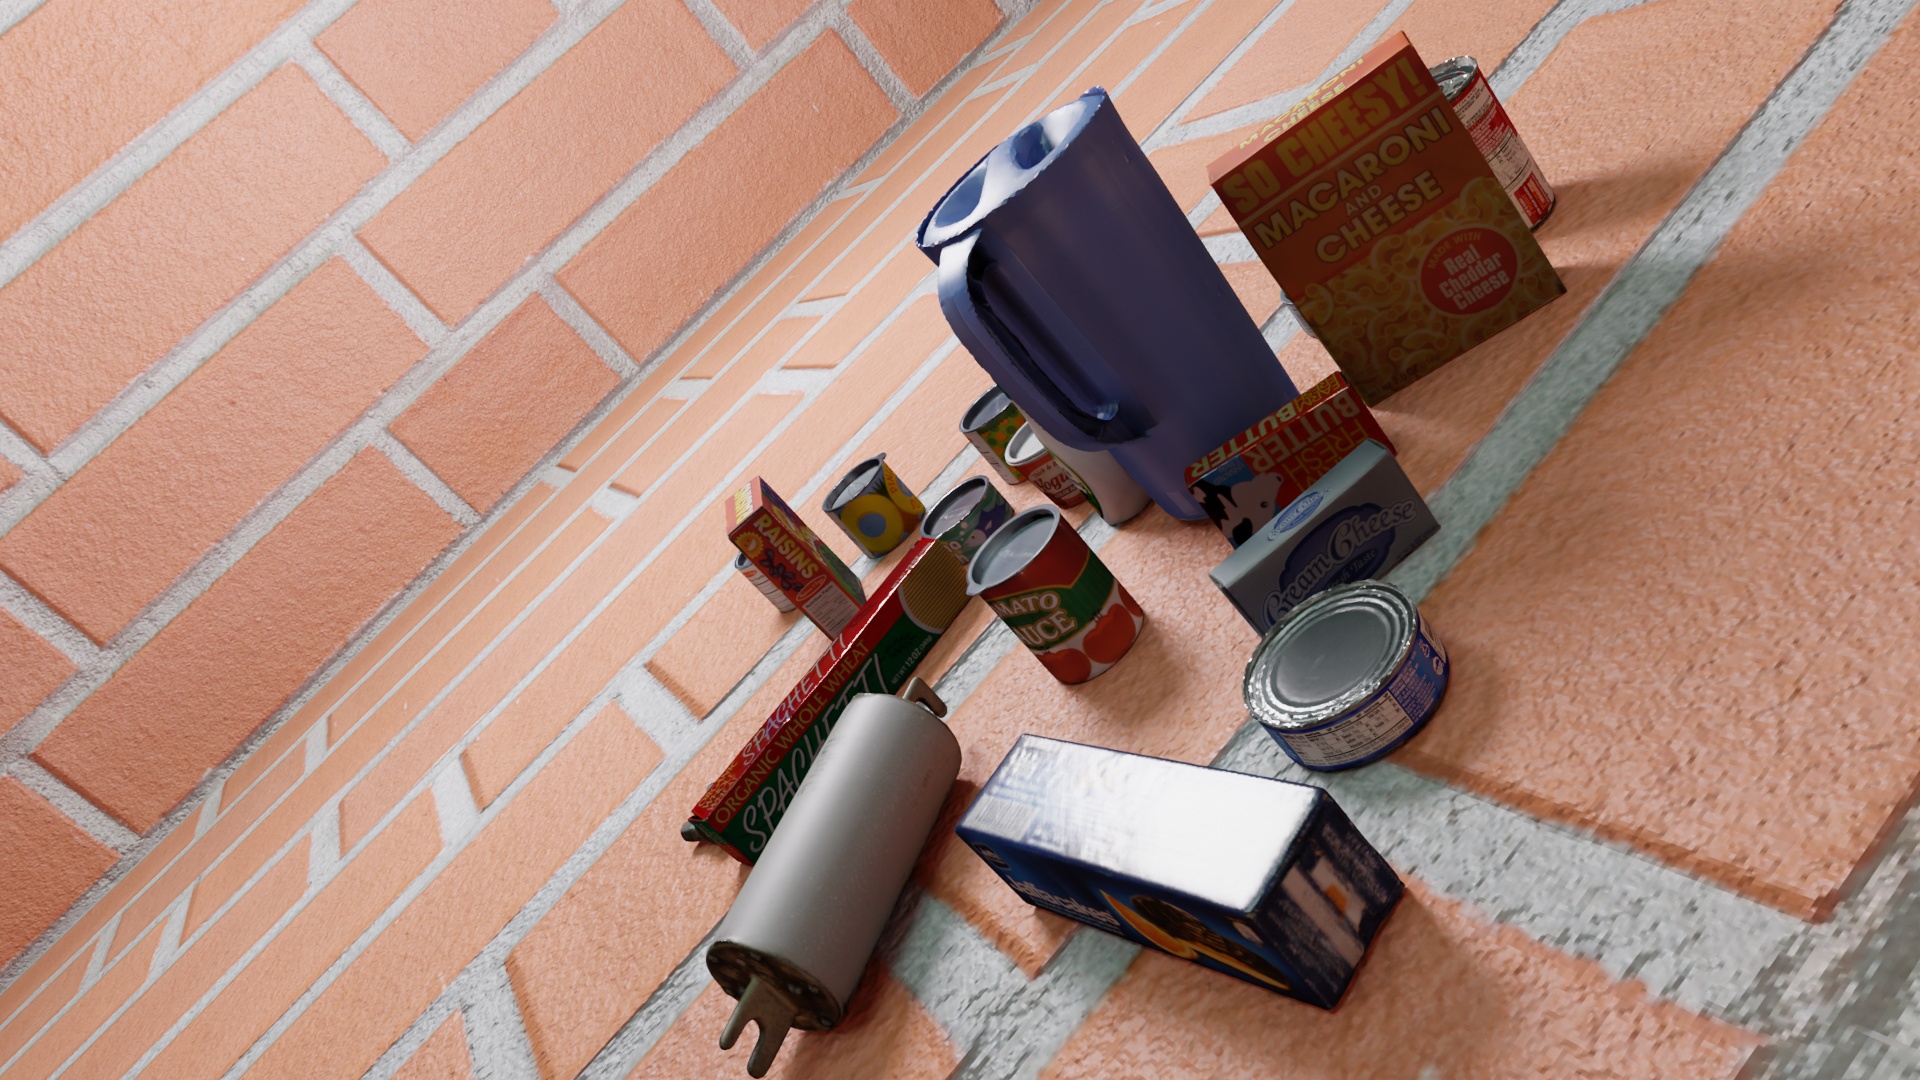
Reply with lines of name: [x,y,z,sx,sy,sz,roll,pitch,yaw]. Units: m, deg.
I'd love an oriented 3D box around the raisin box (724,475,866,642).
raisin box: [-0.129,0.014,1.086,0.040,0.123,0.086,-40,21,5]

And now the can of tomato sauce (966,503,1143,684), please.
can of tomato sauce: [0.054,0.033,0.792,0.071,0.083,0.071,-35,22,17]

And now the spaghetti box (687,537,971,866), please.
spaghetti box: [-0.080,0.104,0.930,0.251,0.050,0.028,-51,23,-22]

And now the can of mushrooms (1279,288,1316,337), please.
can of mushrooms: [0.248,-0.167,0.912,0.071,0.033,0.071,-35,22,17]

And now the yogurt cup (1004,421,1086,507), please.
yogurt cup: [0.073,-0.060,0.977,0.072,0.054,0.073,-35,22,17]

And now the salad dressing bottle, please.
salad dressing bottle: [0.067,-0.076,0.889,0.044,0.147,0.064,-39,21,9]

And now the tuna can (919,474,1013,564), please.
tuna can: [0.004,-0.013,1.035,0.071,0.032,0.071,-35,22,17]

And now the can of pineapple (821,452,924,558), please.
can of pineapple: [-0.071,-0.029,1.159,0.071,0.057,0.071,-35,22,17]

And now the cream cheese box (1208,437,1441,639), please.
cream cheese box: [0.177,0.004,0.675,0.104,0.053,0.024,-41,21,3]

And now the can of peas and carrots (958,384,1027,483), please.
can of peas and carrots: [0.044,-0.088,1.074,0.071,0.058,0.071,-35,22,17]

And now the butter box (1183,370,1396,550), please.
butter box: [0.180,-0.043,0.762,0.103,0.053,0.024,-34,22,19]

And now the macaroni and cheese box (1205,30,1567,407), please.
macaroni and cheese box: [0.232,-0.172,0.764,0.123,0.166,0.040,-33,23,23]

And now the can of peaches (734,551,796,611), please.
can of peaches: [-0.151,0.018,1.206,0.071,0.058,0.071,-35,22,17]
